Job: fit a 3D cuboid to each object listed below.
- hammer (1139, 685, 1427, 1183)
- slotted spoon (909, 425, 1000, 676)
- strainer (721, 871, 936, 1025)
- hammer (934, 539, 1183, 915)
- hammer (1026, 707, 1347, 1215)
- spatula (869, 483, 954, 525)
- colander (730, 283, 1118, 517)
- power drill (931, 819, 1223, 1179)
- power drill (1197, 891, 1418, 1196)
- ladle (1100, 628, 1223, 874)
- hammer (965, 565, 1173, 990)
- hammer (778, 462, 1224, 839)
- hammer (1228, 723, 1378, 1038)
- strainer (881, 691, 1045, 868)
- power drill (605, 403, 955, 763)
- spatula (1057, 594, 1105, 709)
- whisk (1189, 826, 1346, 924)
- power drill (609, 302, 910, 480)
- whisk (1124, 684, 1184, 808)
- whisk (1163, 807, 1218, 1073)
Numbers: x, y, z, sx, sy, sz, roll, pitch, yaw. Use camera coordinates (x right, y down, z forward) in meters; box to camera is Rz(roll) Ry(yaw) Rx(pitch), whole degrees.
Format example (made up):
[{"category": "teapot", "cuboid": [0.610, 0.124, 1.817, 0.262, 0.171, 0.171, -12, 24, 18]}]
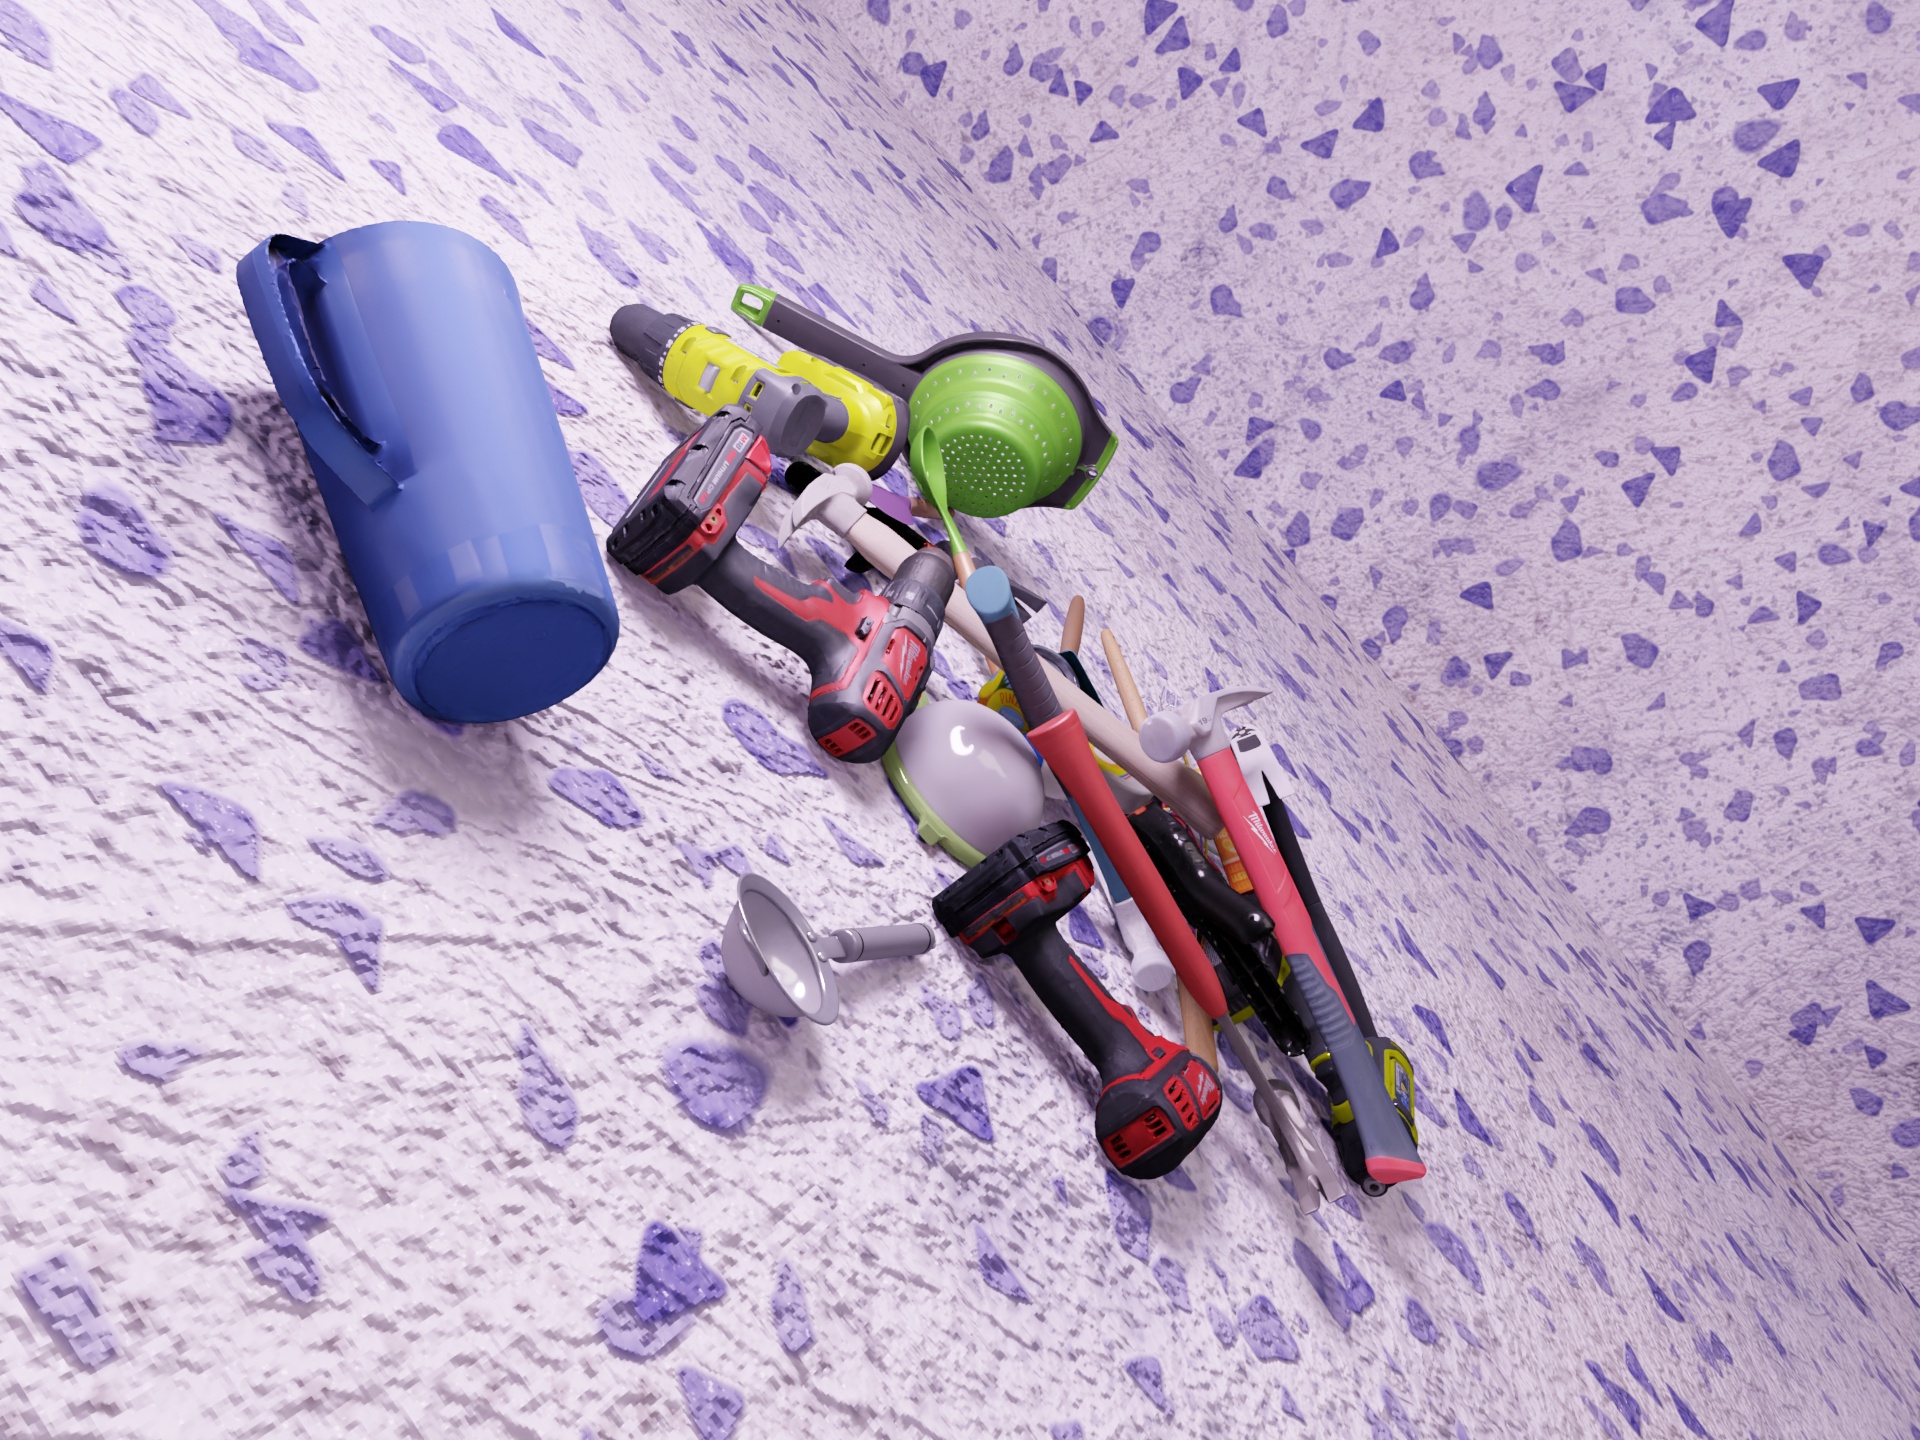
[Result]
[{"category": "hammer", "cuboid": [0.262, 0.158, 1.202, 0.143, 0.038, 0.386, -17, 81, -45]}, {"category": "slotted spoon", "cuboid": [0.007, -0.123, 1.389, 0.070, 0.031, 0.314, 46, 23, -64]}, {"category": "strainer", "cuboid": [-0.067, 0.124, 0.854, 0.087, 0.050, 0.258, 61, 18, 16]}, {"category": "hammer", "cuboid": [0.096, 0.007, 1.394, 0.144, 0.035, 0.406, 22, 33, -50]}, {"category": "hammer", "cuboid": [0.148, 0.154, 1.059, 0.359, 0.036, 0.149, 59, 5, -11]}, {"category": "spatula", "cuboid": [-0.043, -0.192, 1.438, 0.060, 0.018, 0.316, 41, 12, 5]}, {"category": "colander", "cuboid": [-0.045, -0.299, 1.526, 0.397, 0.204, 0.095, 26, 44, -9]}, {"category": "power drill", "cuboid": [0.088, 0.178, 1.022, 0.220, 0.078, 0.143, 56, 21, 11]}, {"category": "power drill", "cuboid": [0.277, 0.257, 1.257, 0.223, 0.080, 0.171, 49, 25, -7]}, {"category": "ladle", "cuboid": [0.168, 0.022, 1.415, 0.069, 0.031, 0.316, 45, 20, -41]}, {"category": "hammer", "cuboid": [0.078, 0.037, 1.137, 0.128, 0.033, 0.330, -102, 168, -60]}, {"category": "hammer", "cuboid": [0.041, -0.043, 1.213, 0.410, 0.038, 0.146, 39, 26, -4]}, {"category": "hammer", "cuboid": [0.305, 0.170, 1.362, 0.146, 0.035, 0.334, -75, 143, -77]}, {"category": "strainer", "cuboid": [-0.002, -0.004, 1.166, 0.151, 0.069, 0.257, 24, 33, -47]}, {"category": "power drill", "cuboid": [-0.102, -0.102, 1.059, 0.226, 0.080, 0.188, 42, 46, -20]}, {"category": "spatula", "cuboid": [0.109, -0.067, 1.437, 0.082, 0.044, 0.318, 61, 15, -16]}, {"category": "whisk", "cuboid": [0.284, 0.139, 1.525, 0.246, 0.058, 0.059, 32, -9, -29]}, {"category": "power drill", "cuboid": [-0.158, -0.267, 1.284, 0.191, 0.080, 0.228, 32, 14, 21]}, {"category": "whisk", "cuboid": [0.182, 0.052, 1.467, 0.070, 0.070, 0.285, 43, 26, -15]}, {"category": "whisk", "cuboid": [0.175, 0.161, 1.213, 0.047, 0.051, 0.245, 21, 44, -23]}]
